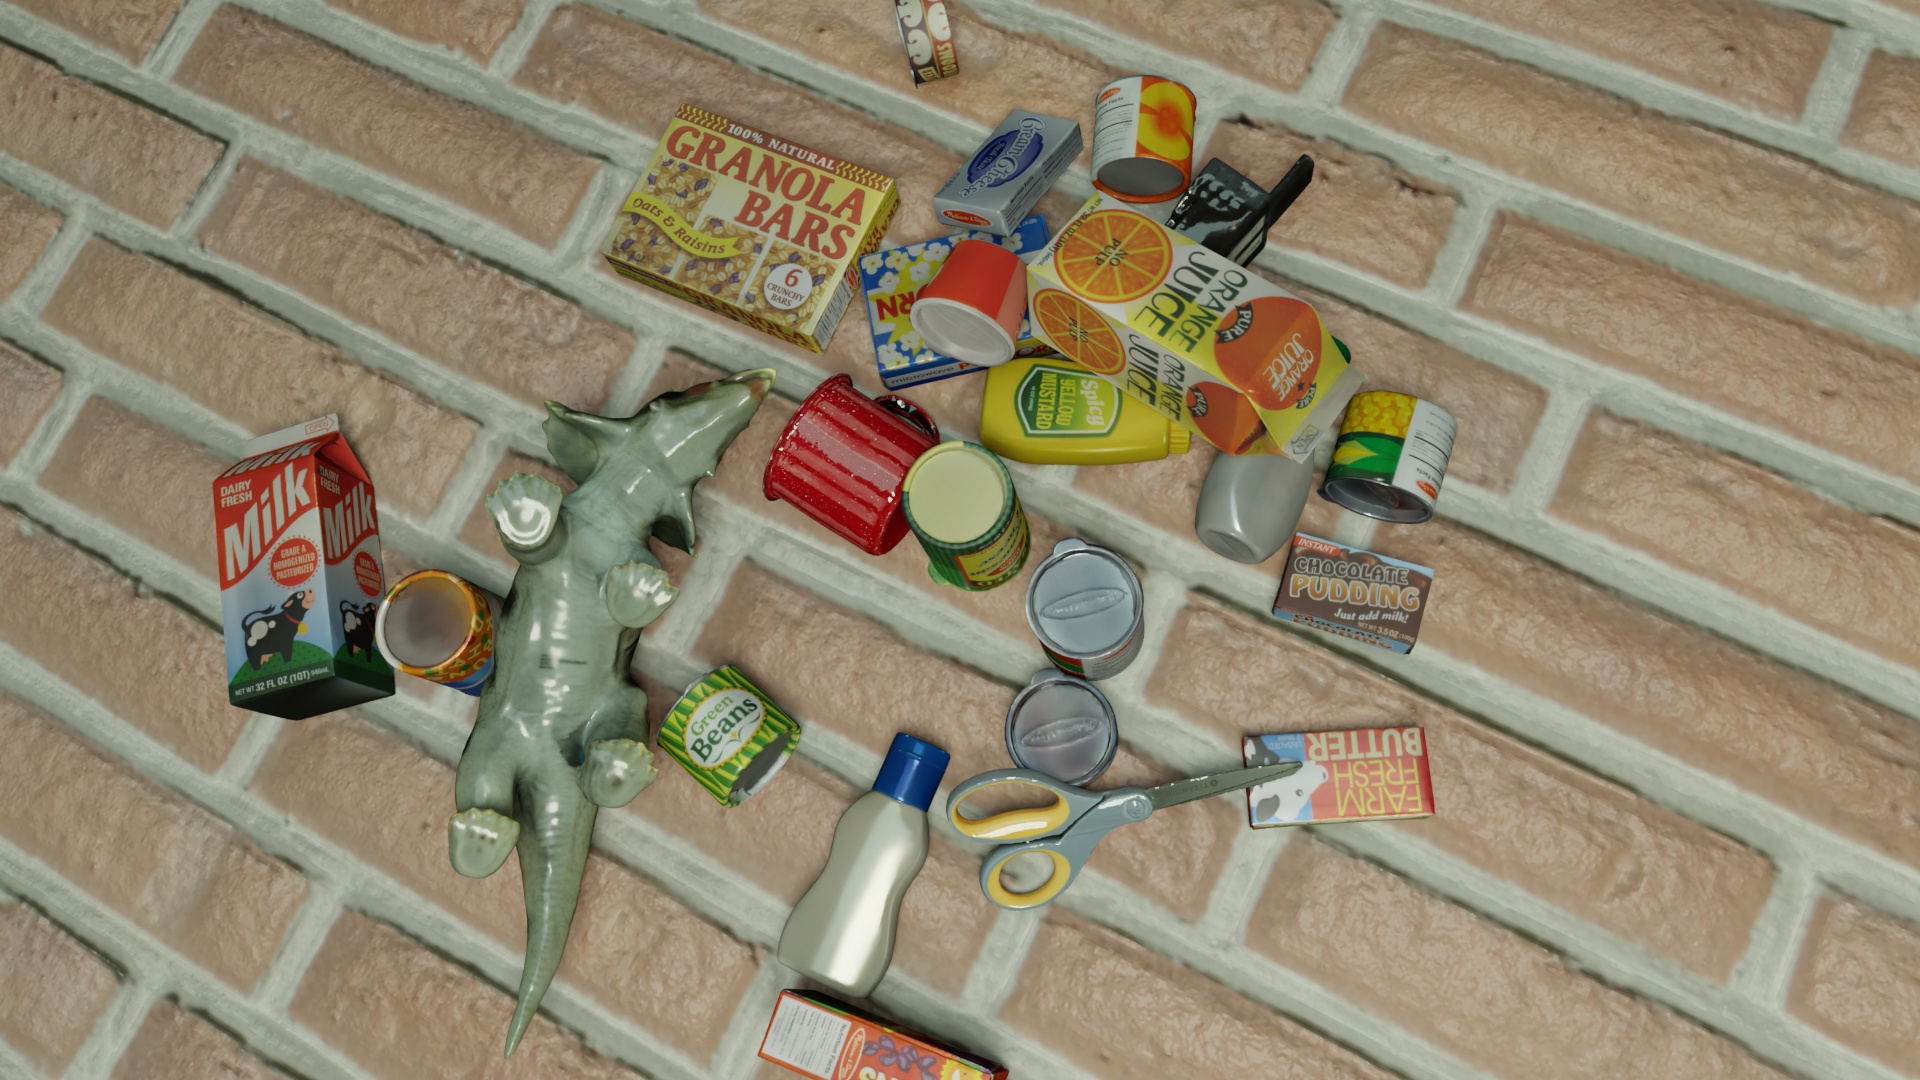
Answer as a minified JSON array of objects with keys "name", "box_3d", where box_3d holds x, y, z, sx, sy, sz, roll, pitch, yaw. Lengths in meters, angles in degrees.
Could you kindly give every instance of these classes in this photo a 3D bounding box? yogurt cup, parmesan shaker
[{"name":"yogurt cup","box_3d":[0.010,-0.147,0.848,0.072,0.072,0.054,20,71,13]},{"name":"parmesan shaker","box_3d":[0.003,-0.010,0.831,0.071,0.103,0.071,-2,75,8]}]

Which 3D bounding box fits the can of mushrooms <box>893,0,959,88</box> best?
[{"name":"can of mushrooms","box_3d":[-0.023,-0.346,0.948,0.033,0.071,0.071,-13,73,3]}]

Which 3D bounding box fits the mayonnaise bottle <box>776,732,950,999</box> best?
[{"name":"mayonnaise bottle","box_3d":[-0.051,0.188,0.816,0.065,0.041,0.148,22,78,12]}]

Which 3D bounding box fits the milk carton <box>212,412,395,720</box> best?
[{"name":"milk carton","box_3d":[-0.427,0.012,0.901,0.072,0.073,0.191,-16,73,4]}]

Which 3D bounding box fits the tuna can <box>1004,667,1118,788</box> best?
[{"name":"tuna can","box_3d":[0.060,0.112,0.825,0.071,0.032,0.071,-2,74,7]}]

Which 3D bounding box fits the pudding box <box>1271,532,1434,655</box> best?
[{"name":"pudding box","box_3d":[0.233,0.031,0.825,0.084,0.030,0.050,17,77,12]}]

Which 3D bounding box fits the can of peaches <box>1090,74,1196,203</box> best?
[{"name":"can of peaches","box_3d":[0.121,-0.259,0.904,0.071,0.071,0.058,4,75,9]}]

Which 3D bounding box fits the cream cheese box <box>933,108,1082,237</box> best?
[{"name":"cream cheese box","box_3d":[0.033,-0.241,0.910,0.053,0.024,0.104,20,57,28]}]

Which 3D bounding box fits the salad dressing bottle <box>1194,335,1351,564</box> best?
[{"name":"salad dressing bottle","box_3d":[0.193,-0.058,0.844,0.064,0.044,0.148,37,72,-27]}]

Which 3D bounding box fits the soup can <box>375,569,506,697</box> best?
[{"name":"soup can","box_3d":[-0.311,0.058,0.867,0.071,0.083,0.071,-2,74,7]}]

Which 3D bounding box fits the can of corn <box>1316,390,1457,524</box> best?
[{"name":"can of corn","box_3d":[0.253,-0.049,0.827,0.071,0.071,0.058,18,78,12]}]

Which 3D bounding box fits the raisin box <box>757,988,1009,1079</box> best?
[{"name":"raisin box","box_3d":[-0.040,0.286,0.763,0.123,0.086,0.040,18,74,13]}]

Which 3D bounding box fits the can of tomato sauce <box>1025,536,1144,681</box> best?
[{"name":"can of tomato sauce","box_3d":[0.074,0.042,0.816,0.071,0.083,0.071,-2,74,8]}]

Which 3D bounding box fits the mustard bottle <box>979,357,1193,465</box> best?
[{"name":"mustard bottle","box_3d":[0.094,-0.078,0.865,0.160,0.048,0.065,4,78,9]}]

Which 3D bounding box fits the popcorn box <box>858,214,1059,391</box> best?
[{"name":"popcorn box","box_3d":[0.003,-0.154,0.905,0.127,0.038,0.085,-12,72,5]}]

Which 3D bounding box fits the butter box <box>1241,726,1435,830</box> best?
[{"name":"butter box","box_3d":[0.216,0.136,0.801,0.103,0.024,0.053,-5,75,7]}]

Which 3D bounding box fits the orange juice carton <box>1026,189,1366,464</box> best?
[{"name":"orange juice carton","box_3d":[0.136,-0.118,0.811,0.193,0.072,0.072,34,71,20]}]

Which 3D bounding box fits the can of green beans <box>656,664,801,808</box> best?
[{"name":"can of green beans","box_3d":[-0.138,0.118,0.834,0.058,0.071,0.071,39,83,16]}]

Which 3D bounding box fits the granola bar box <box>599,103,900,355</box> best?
[{"name":"granola bar box","box_3d":[-0.141,-0.212,0.941,0.166,0.039,0.124,23,80,14]}]
